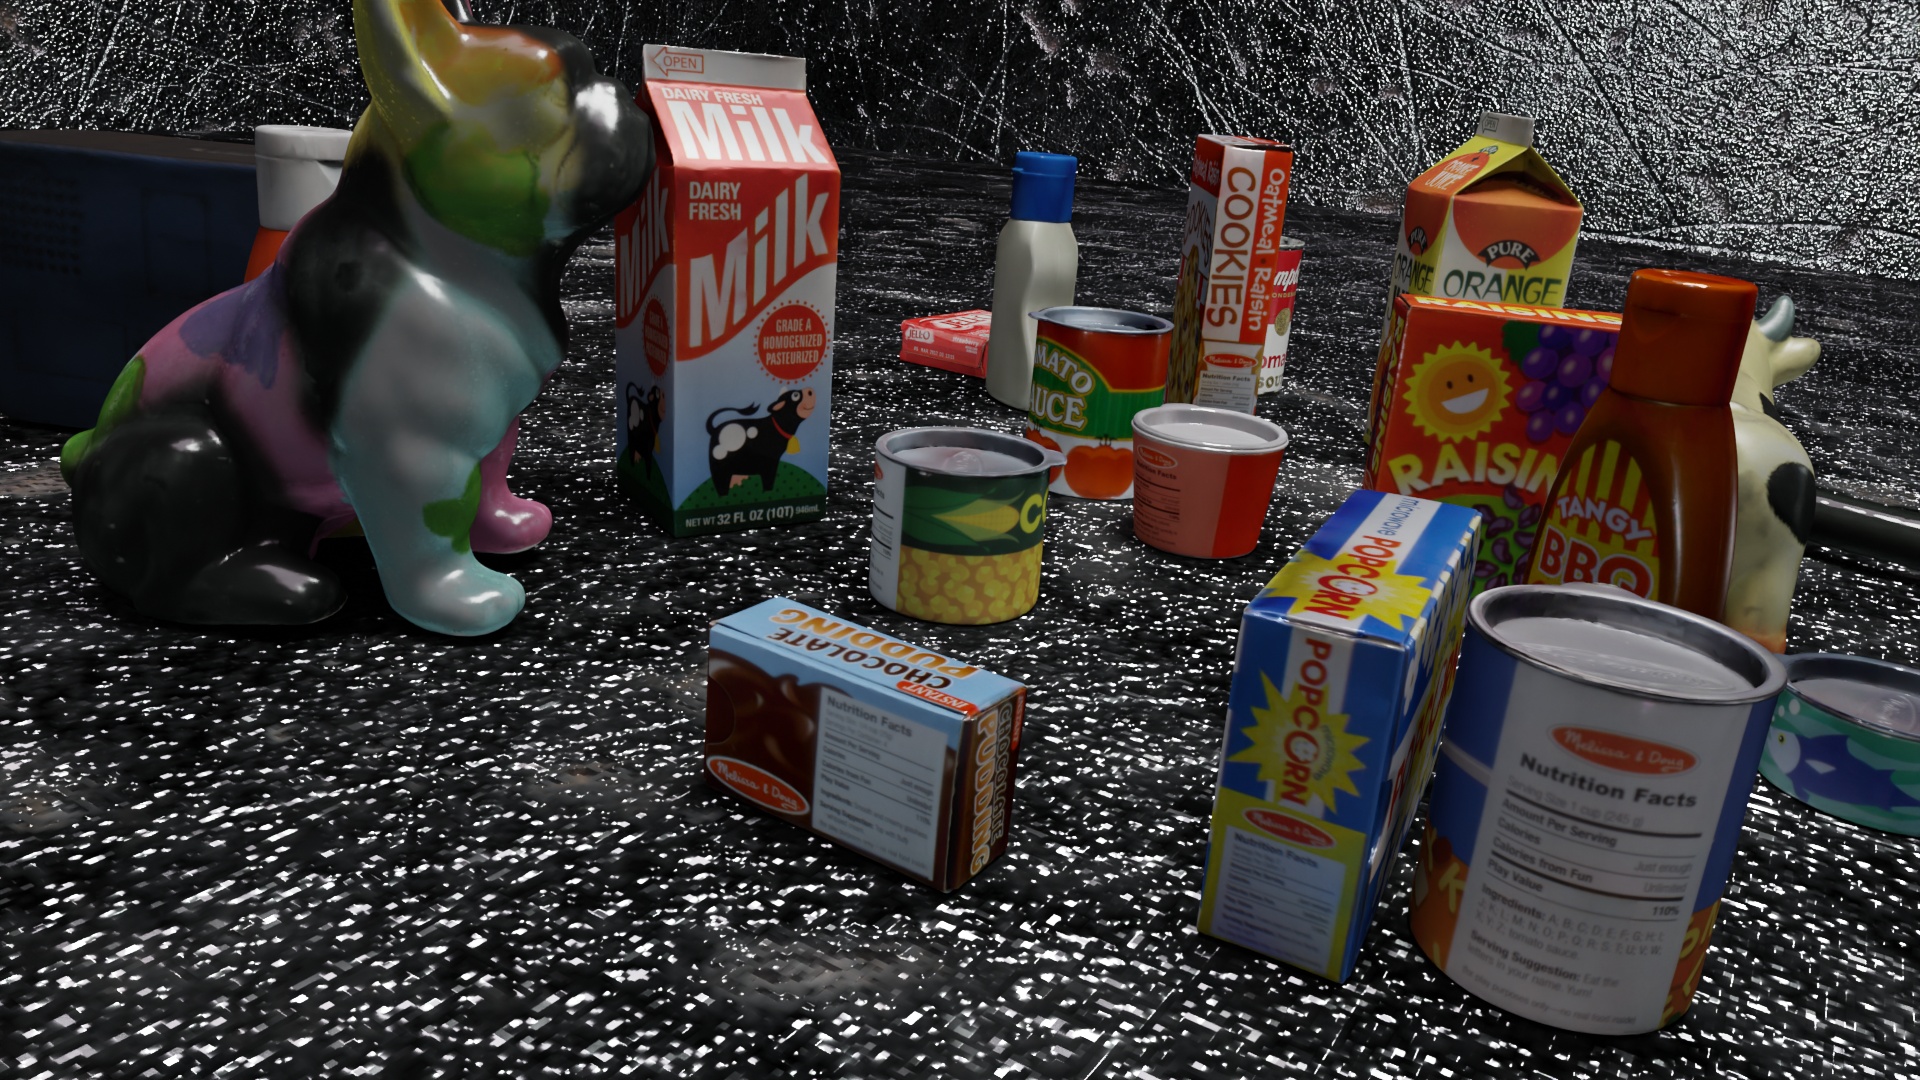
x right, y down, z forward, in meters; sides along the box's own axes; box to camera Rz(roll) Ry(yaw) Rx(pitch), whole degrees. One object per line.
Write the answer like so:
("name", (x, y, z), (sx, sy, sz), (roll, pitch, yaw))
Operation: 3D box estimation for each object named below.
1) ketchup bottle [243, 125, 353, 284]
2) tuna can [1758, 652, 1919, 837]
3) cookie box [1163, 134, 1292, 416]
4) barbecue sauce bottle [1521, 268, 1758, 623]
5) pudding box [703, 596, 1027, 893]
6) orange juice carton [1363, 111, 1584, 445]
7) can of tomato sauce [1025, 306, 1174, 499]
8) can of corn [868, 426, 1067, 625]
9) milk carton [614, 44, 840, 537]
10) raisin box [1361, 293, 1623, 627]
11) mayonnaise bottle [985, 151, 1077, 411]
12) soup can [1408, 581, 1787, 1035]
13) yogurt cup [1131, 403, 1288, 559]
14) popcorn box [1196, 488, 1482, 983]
("ketchup bottle", (-0.260, -0.089, 0.559), (0.043, 0.148, 0.065), (13, 20, 23))
("tuna can", (0.284, 0.062, 0.434), (0.071, 0.032, 0.071), (4, 19, -1))
("cookie box", (0.154, -0.149, 0.811), (0.040, 0.166, 0.123), (5, 18, 1))
("barbecue sauce bottle", (0.225, -0.013, 0.459), (0.044, 0.148, 0.065), (-5, 21, -28))
("pudding box", (-0.027, 0.050, 0.362), (0.084, 0.049, 0.030), (16, 21, 30))
("orange juice carton", (0.282, -0.135, 0.765), (0.073, 0.192, 0.072), (4, 18, -2))
("can of tomato sauce", (0.065, -0.069, 0.683), (0.071, 0.082, 0.071), (4, 18, -1))
("can of corn", (0.002, -0.007, 0.523), (0.071, 0.058, 0.071), (4, 19, -1))
("milk carton", (-0.100, -0.105, 0.581), (0.072, 0.189, 0.073), (-7, 22, -32))
("raisin box", (0.204, -0.029, 0.540), (0.086, 0.123, 0.040), (8, 18, 9))
("mayonnaise bottle", (0.045, -0.155, 0.832), (0.041, 0.147, 0.065), (-4, 20, -24))
("soup can", (0.146, 0.059, 0.326), (0.071, 0.083, 0.071), (4, 18, -1))
("yogurt cup", (0.107, -0.026, 0.613), (0.072, 0.053, 0.072), (4, 19, -1))
("popcorn box", (0.103, 0.042, 0.363), (0.038, 0.085, 0.127), (13, 20, 24))
